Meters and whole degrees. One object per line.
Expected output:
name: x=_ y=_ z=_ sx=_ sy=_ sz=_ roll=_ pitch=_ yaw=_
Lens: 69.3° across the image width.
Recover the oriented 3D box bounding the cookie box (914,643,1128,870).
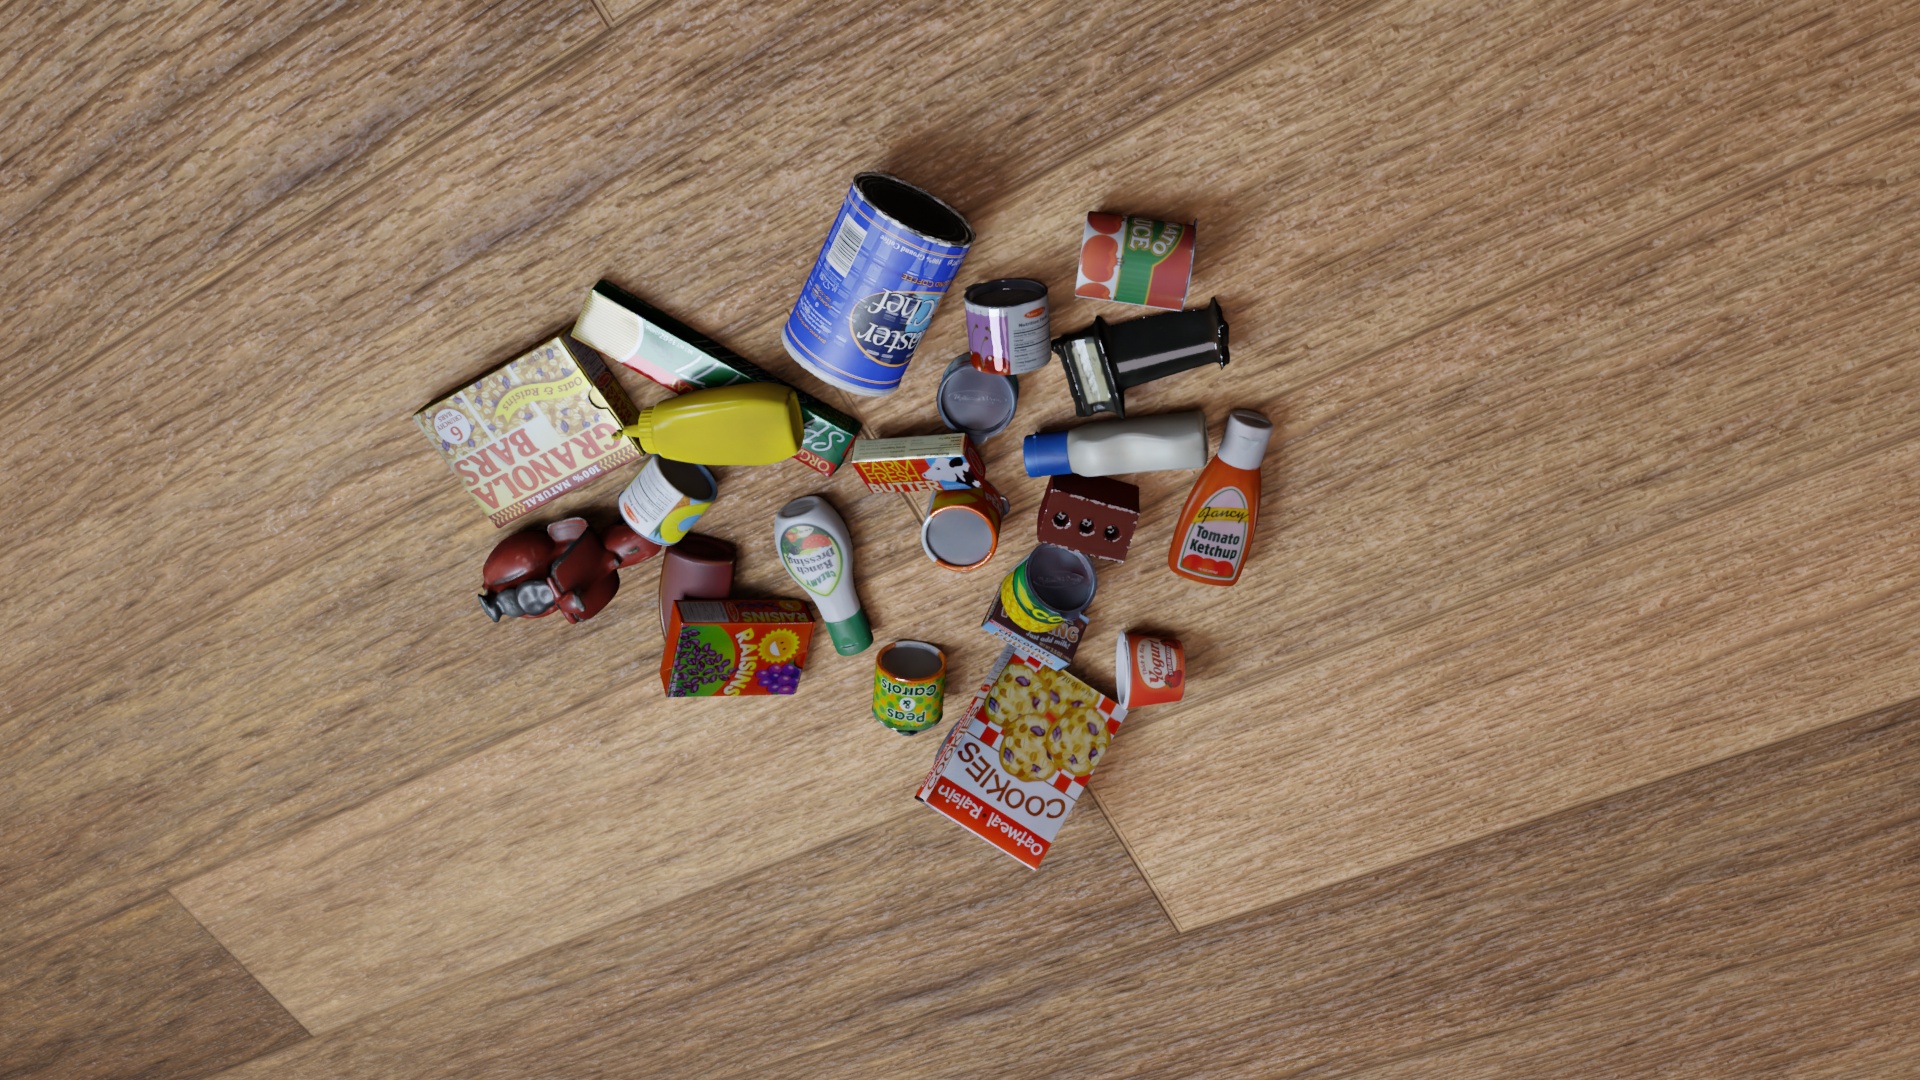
cookie box: x=0.055 y=0.193 z=1.252 sx=0.123 sy=0.040 sz=0.168 roll=34 pitch=80 yaw=-11

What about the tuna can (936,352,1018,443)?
tuna can: x=0.015 y=-0.118 z=1.145 sx=0.071 sy=0.033 sz=0.070 roll=3 pitch=118 yaw=6

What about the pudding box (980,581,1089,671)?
pudding box: x=0.067 y=0.073 z=1.229 sx=0.084 sy=0.050 sz=0.030 roll=30 pitch=154 yaw=-9

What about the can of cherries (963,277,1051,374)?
can of cherries: x=0.036 y=-0.170 z=1.098 sx=0.071 sy=0.072 sz=0.058 roll=-2 pitch=119 yaw=8

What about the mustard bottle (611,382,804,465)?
mustard bottle: x=-0.211 y=-0.094 z=1.143 sx=0.160 sy=0.049 sz=0.065 roll=-1 pitch=120 yaw=10

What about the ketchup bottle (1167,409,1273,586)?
ketchup bottle: x=0.221 y=-0.035 z=1.157 sx=0.065 sy=0.044 sz=0.148 roll=13 pitch=118 yaw=0

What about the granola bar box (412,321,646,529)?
granola bar box: x=-0.368 y=-0.097 z=1.201 sx=0.165 sy=0.039 sz=0.124 roll=-24 pitch=113 yaw=19

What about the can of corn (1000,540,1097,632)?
can of corn: x=0.076 y=0.043 z=1.191 sx=0.071 sy=0.071 sz=0.058 roll=30 pitch=152 yaw=-9

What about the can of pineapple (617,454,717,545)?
can of pineapple: x=-0.252 y=-0.039 z=1.204 sx=0.071 sy=0.071 sz=0.057 roll=39 pitch=116 yaw=-13

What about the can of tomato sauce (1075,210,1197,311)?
can of tomato sauce: x=0.133 y=-0.215 z=1.059 sx=0.083 sy=0.071 sz=0.070 roll=9 pitch=119 yaw=3

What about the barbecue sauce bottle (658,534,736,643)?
barbecue sauce bottle: x=-0.247 y=0.068 z=1.272 sx=0.065 sy=0.044 sz=0.147 roll=11 pitch=120 yaw=-7

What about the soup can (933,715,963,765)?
soup can: x=0.029 y=0.208 z=1.299 sx=0.084 sy=0.072 sz=0.071 roll=33 pitch=117 yaw=-11

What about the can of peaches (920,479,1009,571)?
can of peaches: x=0.004 y=-0.015 z=1.187 sx=0.071 sy=0.058 sz=0.071 roll=3 pitch=118 yaw=6

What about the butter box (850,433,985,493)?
butter box: x=-0.035 y=-0.064 z=1.163 sx=0.103 sy=0.024 sz=0.053 roll=-2 pitch=149 yaw=21

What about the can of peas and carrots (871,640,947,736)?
can of peas and carrots: x=-0.047 y=0.134 z=1.266 sx=0.071 sy=0.071 sz=0.058 roll=7 pitch=118 yaw=3

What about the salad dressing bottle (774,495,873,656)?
salad dressing bottle: x=-0.118 y=0.033 z=1.236 sx=0.064 sy=0.044 sz=0.147 roll=-14 pitch=116 yaw=13

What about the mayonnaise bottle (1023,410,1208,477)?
mayonnaise bottle: x=0.127 y=-0.076 z=1.138 sx=0.148 sy=0.065 sz=0.041 roll=-5 pitch=113 yaw=14

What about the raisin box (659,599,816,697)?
raisin box: x=-0.202 y=0.097 z=1.255 sx=0.123 sy=0.040 sz=0.085 roll=2 pitch=122 yaw=-27

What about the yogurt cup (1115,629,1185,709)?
yogurt cup: x=0.169 y=0.115 z=1.234 sx=0.054 sy=0.073 sz=0.072 roll=0 pitch=118 yaw=-2

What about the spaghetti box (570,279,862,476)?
spaghetti box: x=-0.203 y=-0.135 z=1.166 sx=0.250 sy=0.029 sz=0.050 roll=29 pitch=119 yaw=-8
